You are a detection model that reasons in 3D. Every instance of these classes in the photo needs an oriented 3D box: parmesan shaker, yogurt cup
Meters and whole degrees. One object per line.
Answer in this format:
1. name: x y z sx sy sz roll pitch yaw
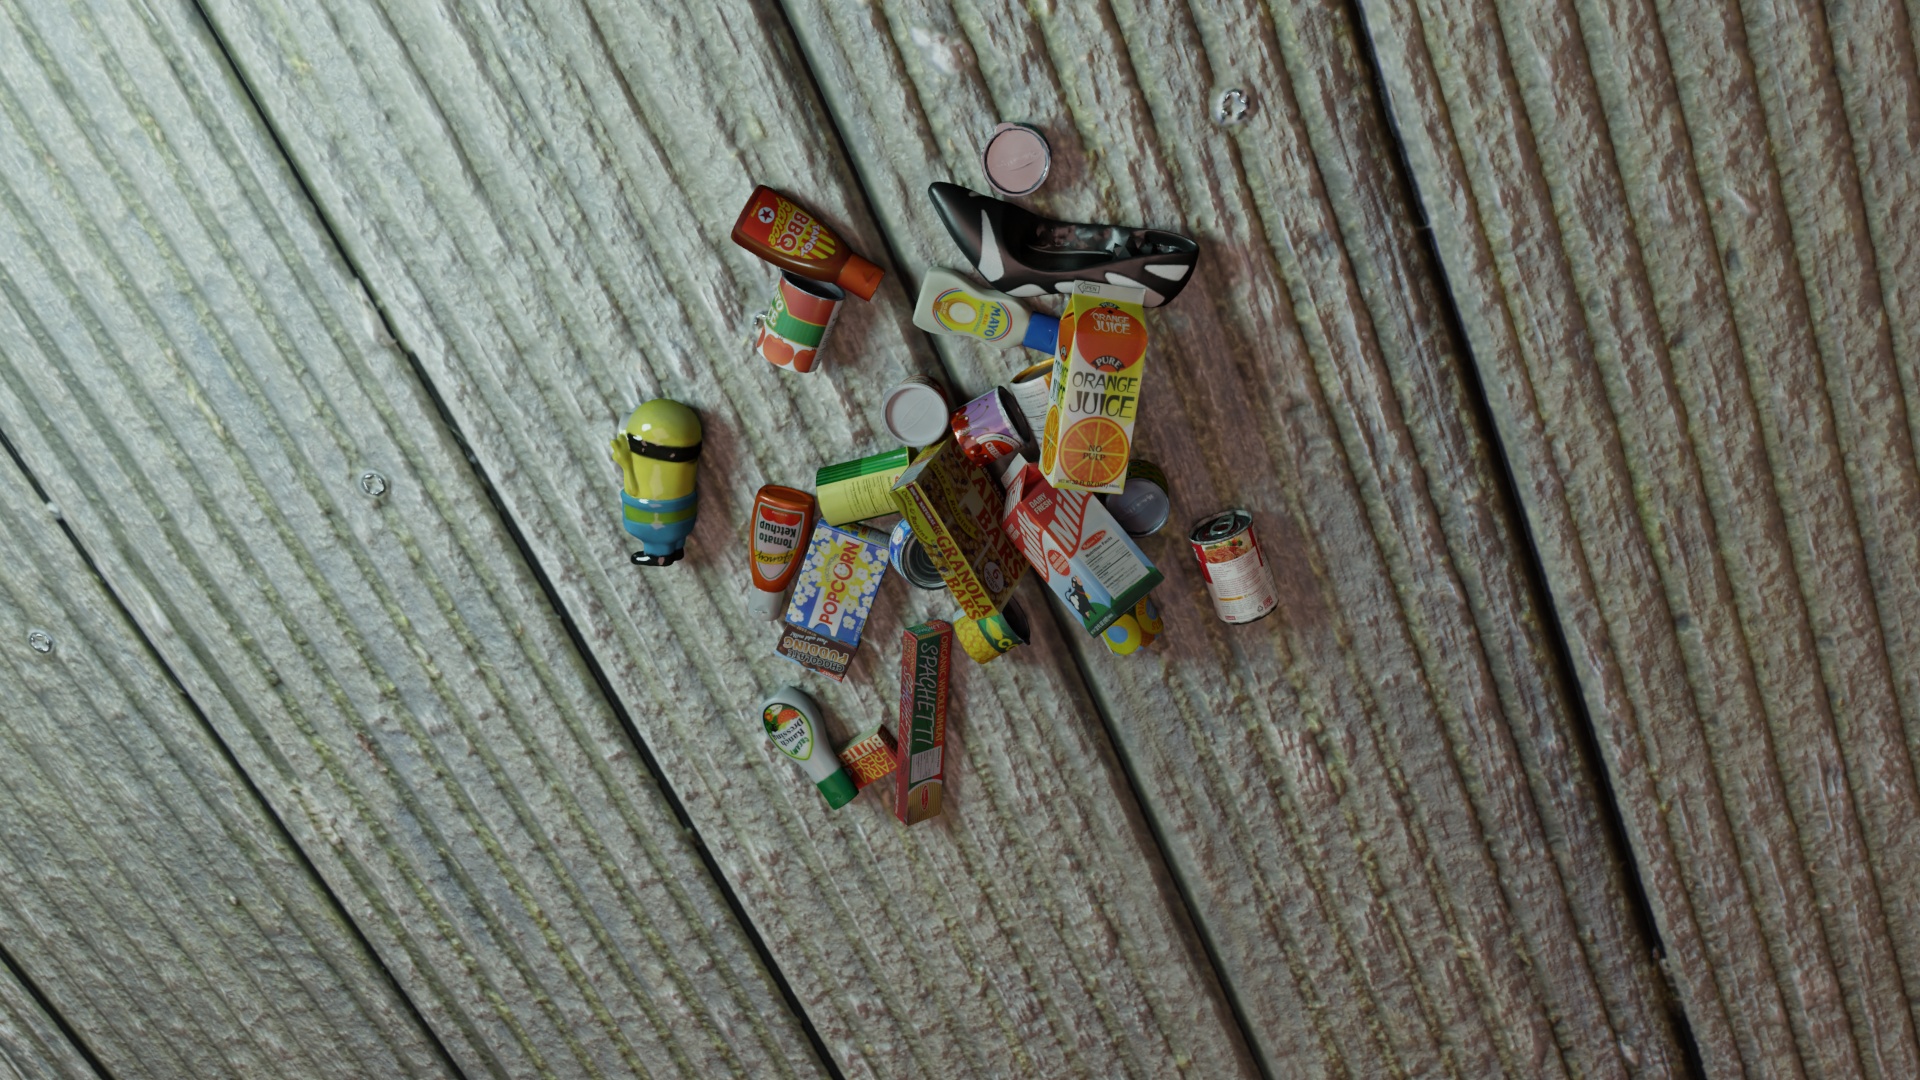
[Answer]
1. parmesan shaker: -0.092 -0.059 1.447 0.103 0.071 0.071 -13 112 12
2. yogurt cup: -0.043 -0.135 1.414 0.072 0.054 0.072 2 114 5

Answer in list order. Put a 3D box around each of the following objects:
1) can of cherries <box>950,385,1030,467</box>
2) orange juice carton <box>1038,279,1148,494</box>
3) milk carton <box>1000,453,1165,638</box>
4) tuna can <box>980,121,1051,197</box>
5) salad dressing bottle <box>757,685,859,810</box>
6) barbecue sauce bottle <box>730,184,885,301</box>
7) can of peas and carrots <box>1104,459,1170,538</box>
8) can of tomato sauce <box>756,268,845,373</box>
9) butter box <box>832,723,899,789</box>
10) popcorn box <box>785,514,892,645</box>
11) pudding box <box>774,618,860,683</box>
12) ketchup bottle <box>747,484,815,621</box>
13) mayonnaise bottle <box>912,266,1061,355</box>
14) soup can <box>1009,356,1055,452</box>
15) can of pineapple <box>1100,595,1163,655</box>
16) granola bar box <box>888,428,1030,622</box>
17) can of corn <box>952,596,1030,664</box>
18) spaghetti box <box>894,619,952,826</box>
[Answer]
1. can of cherries: 0.031 -0.113 1.407 0.058 0.072 0.071 -26 108 17
2. orange juice carton: 0.128 -0.147 1.318 0.072 0.073 0.192 5 105 -9
3. milk carton: 0.110 -0.003 1.407 0.190 0.074 0.072 51 155 8
4. tuna can: 0.052 -0.364 1.316 0.071 0.033 0.070 2 114 5
5. salad dressing bottle: -0.170 0.236 1.576 0.064 0.044 0.147 -35 91 18
6. barbecue sauce bottle: -0.146 -0.286 1.360 0.148 0.043 0.065 29 76 -9
7. can of peas and carrots: 0.179 -0.045 1.426 0.071 0.059 0.070 2 113 6
8. can of tomato sauce: -0.161 -0.219 1.384 0.071 0.071 0.082 23 115 -4
9. butter box: -0.119 0.258 1.609 0.103 0.024 0.053 -31 106 17
10. popcorn box: -0.130 0.041 1.509 0.085 0.038 0.126 20 114 -4
11. pudding box: -0.160 0.118 1.550 0.084 0.030 0.049 26 115 -5
12. ketchup bottle: -0.200 0.015 1.503 0.065 0.044 0.148 14 115 0
13. mayonnaise bottle: 0.031 -0.222 1.375 0.148 0.041 0.064 17 112 -1
14. soup can: 0.097 -0.136 1.394 0.071 0.071 0.083 -21 109 15
15. can of pineapple: 0.176 0.080 1.476 0.071 0.071 0.057 -26 109 16
16. granola bar box: 0.005 -0.018 1.419 0.039 0.125 0.165 -20 111 33
17. can of corn: 0.034 0.094 1.497 0.058 0.071 0.071 -31 107 19
18. spaghetti box: -0.042 0.206 1.563 0.050 0.029 0.248 -13 119 -34
